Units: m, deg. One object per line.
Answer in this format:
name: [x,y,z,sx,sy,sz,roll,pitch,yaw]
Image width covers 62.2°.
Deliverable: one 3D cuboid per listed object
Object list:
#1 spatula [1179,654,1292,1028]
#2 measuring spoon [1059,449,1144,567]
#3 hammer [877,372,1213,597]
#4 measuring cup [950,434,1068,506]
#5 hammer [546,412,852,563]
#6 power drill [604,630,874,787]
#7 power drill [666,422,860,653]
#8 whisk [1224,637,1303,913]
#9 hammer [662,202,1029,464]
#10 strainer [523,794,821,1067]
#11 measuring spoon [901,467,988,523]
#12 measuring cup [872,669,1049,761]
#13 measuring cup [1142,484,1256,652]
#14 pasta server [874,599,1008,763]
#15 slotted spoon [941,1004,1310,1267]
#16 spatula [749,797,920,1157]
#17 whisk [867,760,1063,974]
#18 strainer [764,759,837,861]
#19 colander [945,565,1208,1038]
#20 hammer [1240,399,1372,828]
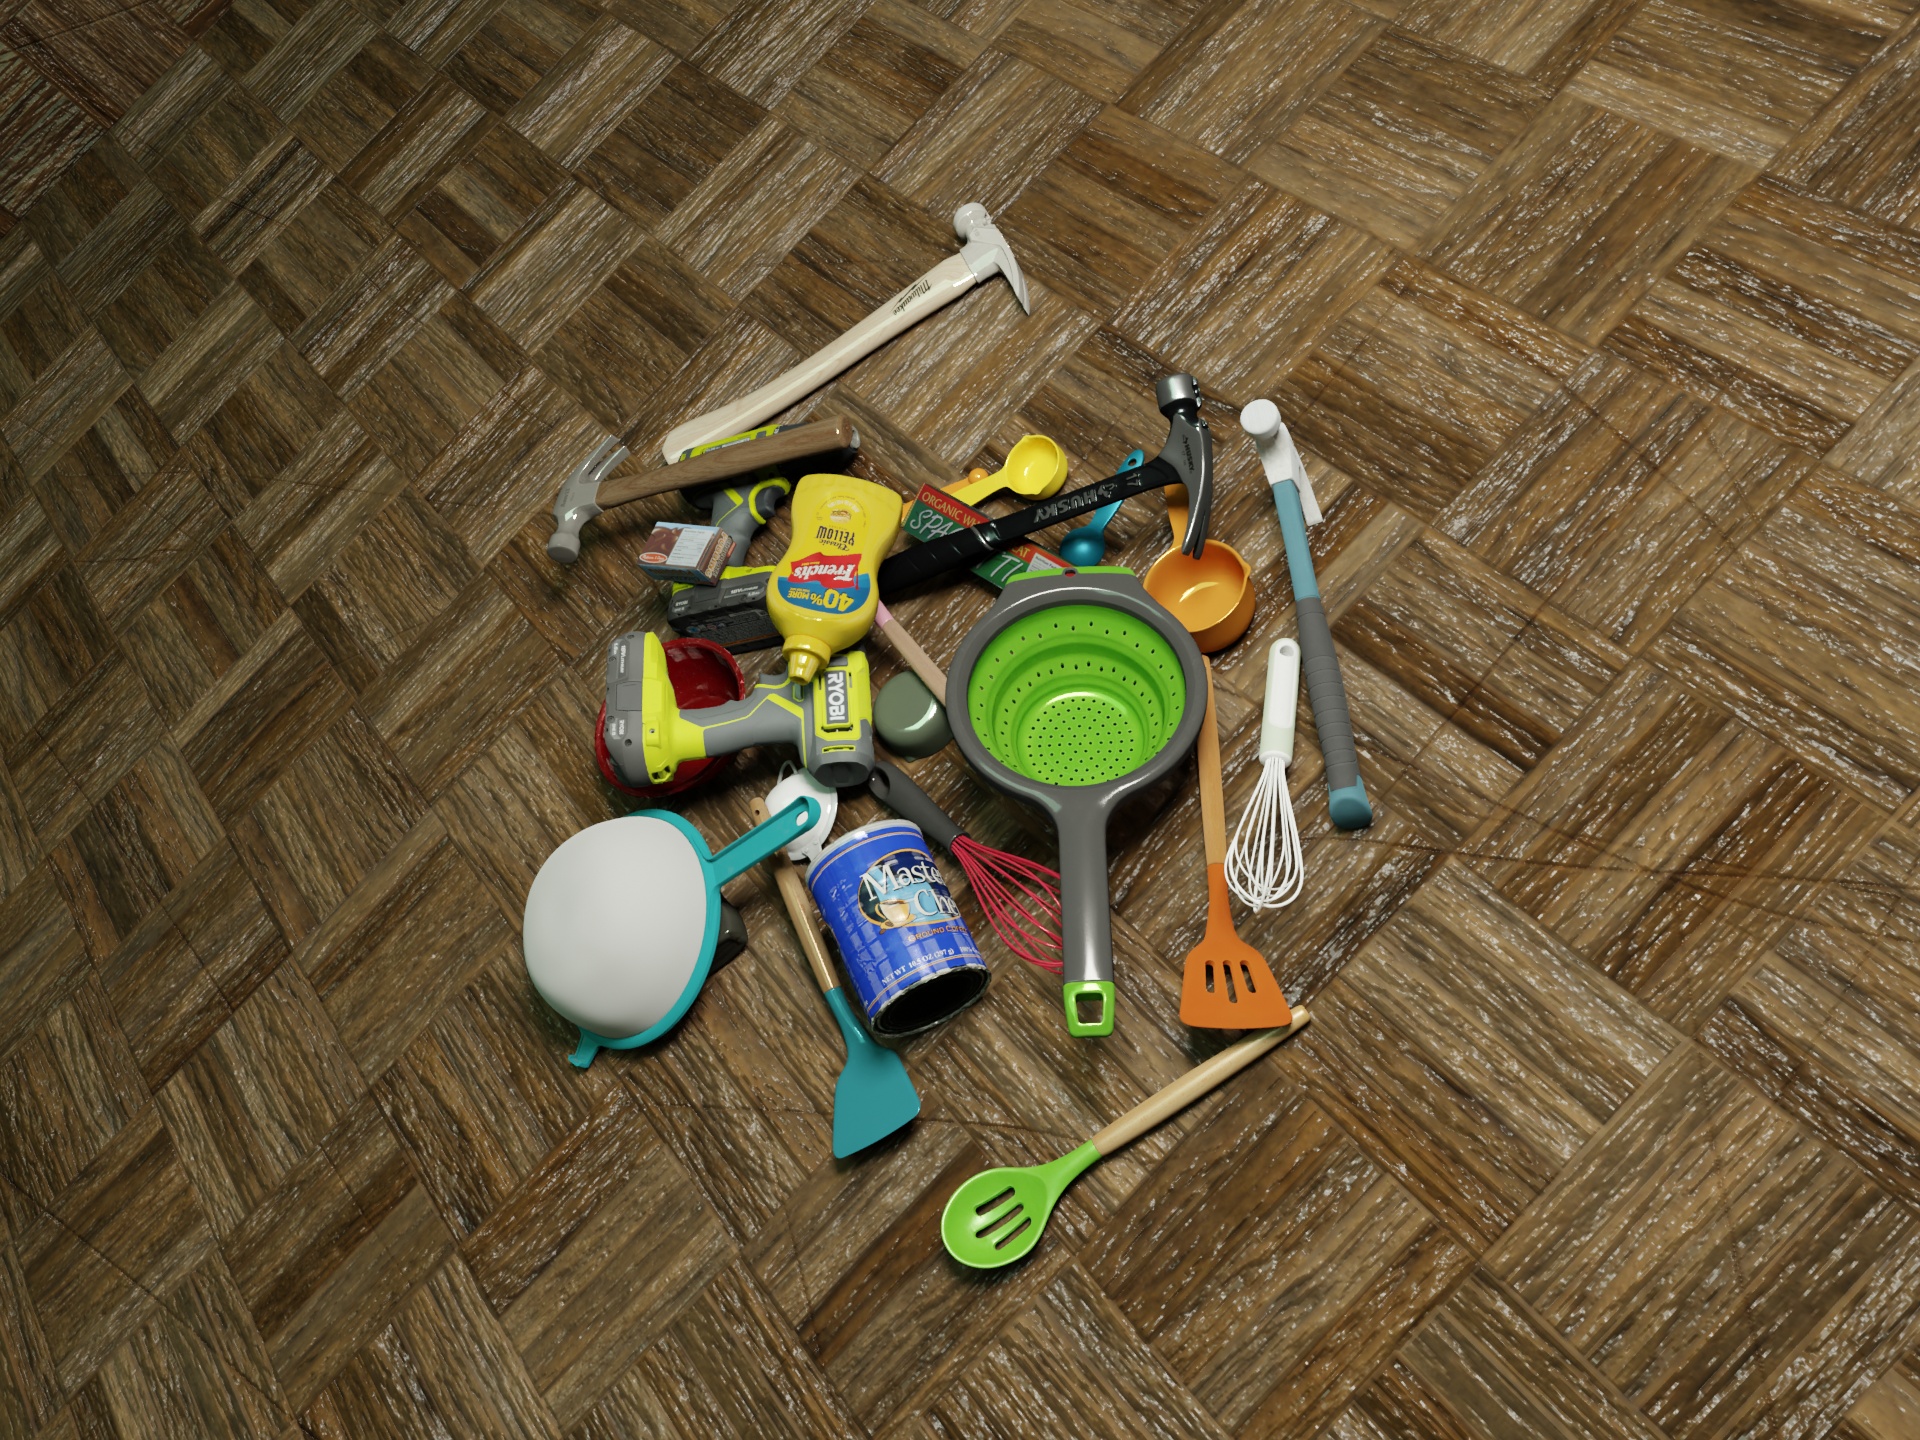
spatula: [0.198,0.086,1.223,0.081,0.041,0.323,0,61,0]
measuring spoon: [0.126,-0.191,1.409,0.042,0.021,0.128,24,79,33]
hammer: [0.037,-0.159,1.380,0.409,0.036,0.149,-17,74,33]
measuring cup: [0.031,-0.211,1.471,0.156,0.029,0.062,-23,64,29]
hammer: [-0.253,-0.243,1.536,0.331,0.031,0.130,-11,56,23]
power drill: [-0.190,-0.021,1.389,0.223,0.080,0.171,-4,60,-2]
power drill: [-0.192,-0.188,1.534,0.190,0.080,0.229,-10,59,23]
whisk: [0.239,0.036,1.210,0.058,0.059,0.247,10,57,4]
hammer: [-0.123,-0.363,1.613,0.410,0.038,0.146,-31,57,10]
strainer: [-0.263,0.142,1.335,0.340,0.095,0.211,-33,57,29]
measuring spoon: [-0.028,-0.210,1.502,0.117,0.011,0.021,-24,57,14]
measuring cup: [-0.002,-0.004,1.368,0.168,0.038,0.083,6,68,31]
measuring cup: [0.196,-0.134,1.331,0.095,0.052,0.174,-16,55,18]
pasta server: [-0.050,-0.069,1.379,0.060,0.040,0.316,-35,59,-9]
slotted spoon: [0.122,0.300,1.161,0.314,0.031,0.070,-35,55,4]
spatula: [-0.118,0.197,1.305,0.082,0.044,0.318,-32,65,14]
whisk: [0.011,0.110,1.295,0.073,0.073,0.296,-49,49,-4]
strainer: [-0.117,0.129,1.359,0.087,0.050,0.259,-43,56,20]
colander: [0.094,0.066,1.230,0.204,0.094,0.397,-3,59,5]
hammer: [0.273,-0.079,1.236,0.033,0.128,0.331,-14,69,20]
